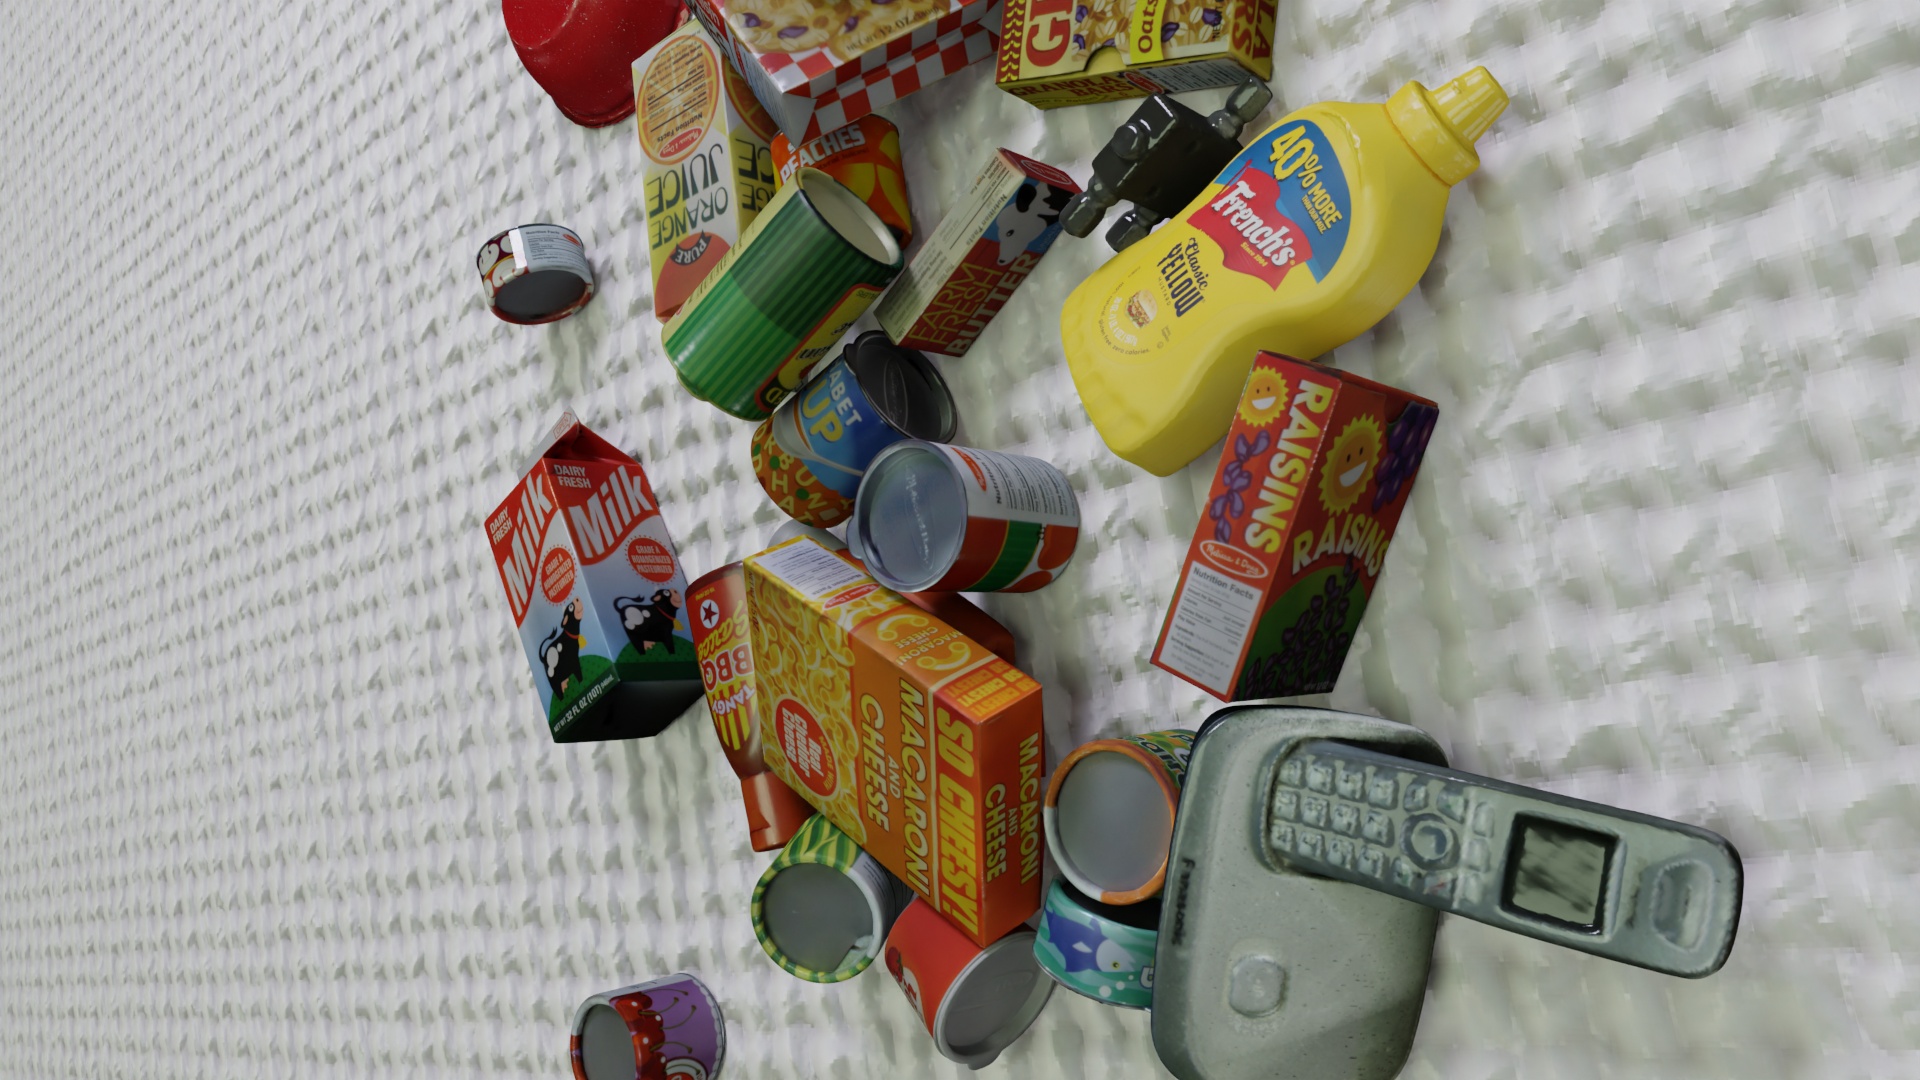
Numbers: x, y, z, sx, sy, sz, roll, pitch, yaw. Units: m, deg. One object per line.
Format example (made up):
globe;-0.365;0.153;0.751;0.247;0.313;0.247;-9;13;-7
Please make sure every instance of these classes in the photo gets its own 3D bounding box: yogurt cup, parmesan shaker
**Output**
yogurt cup;0.002;0.191;0.628;0.054;0.072;0.072;34;109;44
parmesan shaker;-0.083;-0.112;0.645;0.102;0.071;0.071;-43;62;24

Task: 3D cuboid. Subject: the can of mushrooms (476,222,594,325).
can of mushrooms;-0.267;-0.165;0.871;0.071;0.071;0.033;-34;68;33

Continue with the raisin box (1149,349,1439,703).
raisin box;0.127;-0.004;0.521;0.040;0.086;0.123;26;104;39

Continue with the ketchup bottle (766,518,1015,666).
ketchup bottle;-0.040;0.037;0.684;0.149;0.044;0.064;35;119;36

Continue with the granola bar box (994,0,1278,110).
granola bar box;0.081;-0.282;0.608;0.124;0.039;0.165;7;92;40

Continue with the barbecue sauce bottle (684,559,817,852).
barbecue sauce bottle;-0.106;0.088;0.736;0.064;0.044;0.149;-26;72;39

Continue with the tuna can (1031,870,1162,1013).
tuna can;0.067;0.164;0.573;0.071;0.071;0.032;20;100;39

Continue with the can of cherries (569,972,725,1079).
can of cherries;-0.173;0.281;0.769;0.071;0.058;0.071;-3;85;40

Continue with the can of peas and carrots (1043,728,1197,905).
can of peas and carrots;0.078;0.111;0.572;0.071;0.059;0.071;-2;86;39

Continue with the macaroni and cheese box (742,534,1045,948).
macaroni and cheese box;-0.031;0.084;0.624;0.167;0.040;0.123;29;132;41

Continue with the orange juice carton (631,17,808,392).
orange juice carton;-0.118;-0.174;0.744;0.073;0.072;0.193;-16;77;38

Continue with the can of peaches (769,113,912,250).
can of peaches;-0.061;-0.175;0.698;0.071;0.071;0.058;-15;79;38

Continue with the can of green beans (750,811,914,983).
can of green beans;-0.060;0.169;0.668;0.071;0.058;0.071;3;103;13

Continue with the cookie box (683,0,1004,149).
cookie box;-0.069;-0.280;0.687;0.123;0.040;0.168;-29;61;-11

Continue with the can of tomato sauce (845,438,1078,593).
can of tomato sauce;0.002;-0.008;0.626;0.071;0.083;0.071;-3;86;40

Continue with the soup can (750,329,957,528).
soup can;-0.056;-0.055;0.685;0.083;0.071;0.071;-36;66;33

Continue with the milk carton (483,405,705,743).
milk carton;-0.217;0.017;0.813;0.072;0.073;0.191;-41;63;31

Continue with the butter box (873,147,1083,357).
butter box;0.008;-0.132;0.649;0.103;0.053;0.024;-49;62;27
